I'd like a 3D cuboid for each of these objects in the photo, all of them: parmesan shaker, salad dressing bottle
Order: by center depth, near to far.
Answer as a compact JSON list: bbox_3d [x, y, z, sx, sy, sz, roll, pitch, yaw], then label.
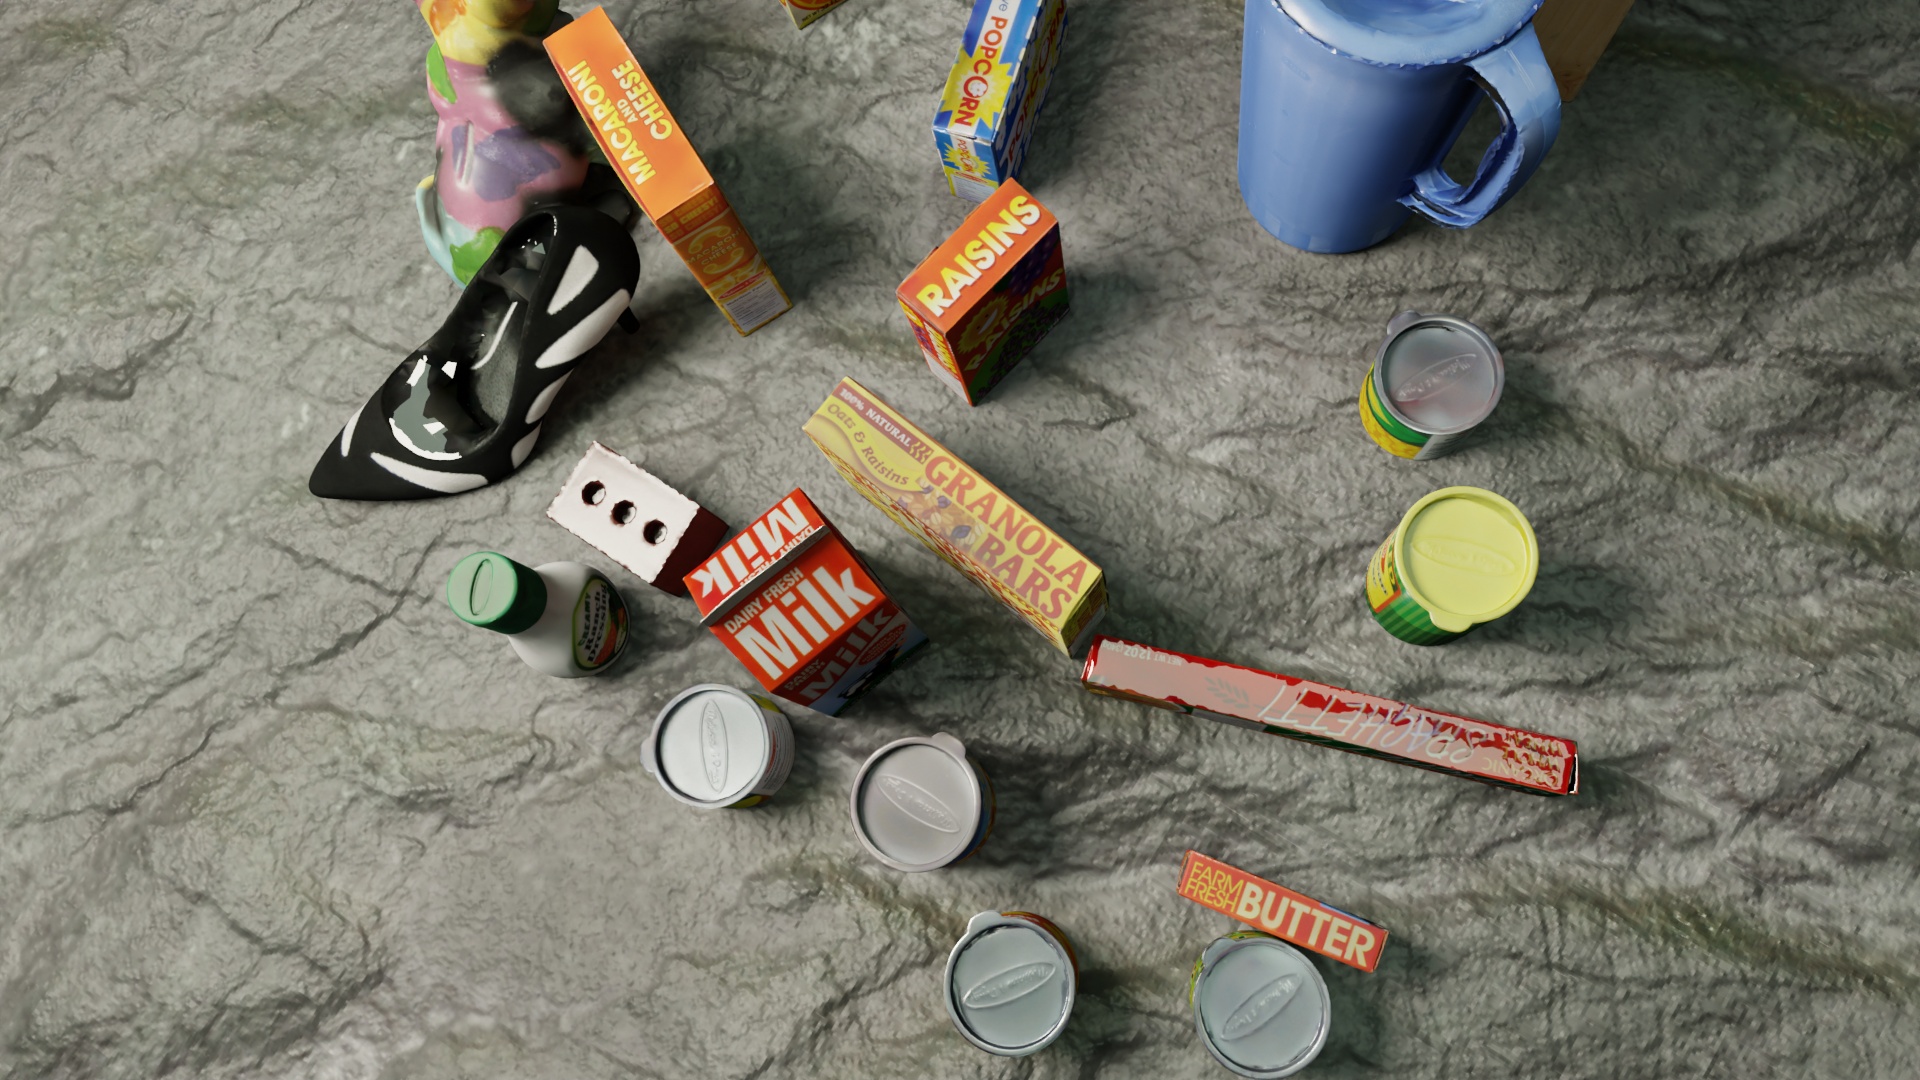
[{"bbox_3d":[0.245,0.019,0.707,0.071,0.103,0.071,-1,78,7],"label":"parmesan shaker"},{"bbox_3d":[-0.222,0.037,0.738,0.044,0.147,0.064,7,79,8],"label":"salad dressing bottle"}]

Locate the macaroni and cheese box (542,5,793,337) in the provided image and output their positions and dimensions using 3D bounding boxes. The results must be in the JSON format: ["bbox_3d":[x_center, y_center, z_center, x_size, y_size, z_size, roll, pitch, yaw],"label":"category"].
[{"bbox_3d":[-0.157,-0.197,0.771,0.040,0.166,0.124,-33,76,0],"label":"macaroni and cheese box"}]

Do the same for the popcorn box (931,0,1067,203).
[{"bbox_3d":[0.025,-0.269,0.806,0.038,0.085,0.127,17,81,10],"label":"popcorn box"}]

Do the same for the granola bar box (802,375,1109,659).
[{"bbox_3d":[0.003,-0.009,0.732,0.166,0.124,0.039,38,85,13],"label":"granola bar box"}]

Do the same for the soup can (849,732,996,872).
[{"bbox_3d":[-0.016,0.136,0.724,0.071,0.083,0.071,-1,78,7],"label":"soup can"}]

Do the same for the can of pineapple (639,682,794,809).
[{"bbox_3d":[-0.130,0.112,0.756,0.071,0.058,0.071,-1,78,7],"label":"can of pineapple"}]

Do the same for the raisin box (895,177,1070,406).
[{"bbox_3d":[0.016,-0.132,0.758,0.086,0.123,0.040,-45,77,-3],"label":"raisin box"}]

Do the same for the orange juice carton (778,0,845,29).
[{"bbox_3d":[-0.103,-0.387,0.791,0.072,0.192,0.073,-32,76,0],"label":"orange juice carton"}]

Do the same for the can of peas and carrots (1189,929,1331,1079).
[{"bbox_3d":[0.147,0.229,0.697,0.071,0.058,0.071,-1,78,7],"label":"can of peas and carrots"}]

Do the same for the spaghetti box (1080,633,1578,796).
[{"bbox_3d":[0.188,0.092,0.726,0.250,0.050,0.029,12,80,9],"label":"spaghetti box"}]

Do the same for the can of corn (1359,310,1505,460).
[{"bbox_3d":[0.252,-0.084,0.752,0.071,0.058,0.071,-1,78,7],"label":"can of corn"}]

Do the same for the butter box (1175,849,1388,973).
[{"bbox_3d":[0.161,0.187,0.707,0.103,0.053,0.024,20,82,11],"label":"butter box"}]

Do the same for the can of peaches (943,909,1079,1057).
[{"bbox_3d":[0.027,0.223,0.713,0.071,0.058,0.071,-1,78,7],"label":"can of peaches"}]

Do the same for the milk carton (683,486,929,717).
[{"bbox_3d":[-0.076,0.033,0.699,0.072,0.190,0.073,-39,77,-2],"label":"milk carton"}]
